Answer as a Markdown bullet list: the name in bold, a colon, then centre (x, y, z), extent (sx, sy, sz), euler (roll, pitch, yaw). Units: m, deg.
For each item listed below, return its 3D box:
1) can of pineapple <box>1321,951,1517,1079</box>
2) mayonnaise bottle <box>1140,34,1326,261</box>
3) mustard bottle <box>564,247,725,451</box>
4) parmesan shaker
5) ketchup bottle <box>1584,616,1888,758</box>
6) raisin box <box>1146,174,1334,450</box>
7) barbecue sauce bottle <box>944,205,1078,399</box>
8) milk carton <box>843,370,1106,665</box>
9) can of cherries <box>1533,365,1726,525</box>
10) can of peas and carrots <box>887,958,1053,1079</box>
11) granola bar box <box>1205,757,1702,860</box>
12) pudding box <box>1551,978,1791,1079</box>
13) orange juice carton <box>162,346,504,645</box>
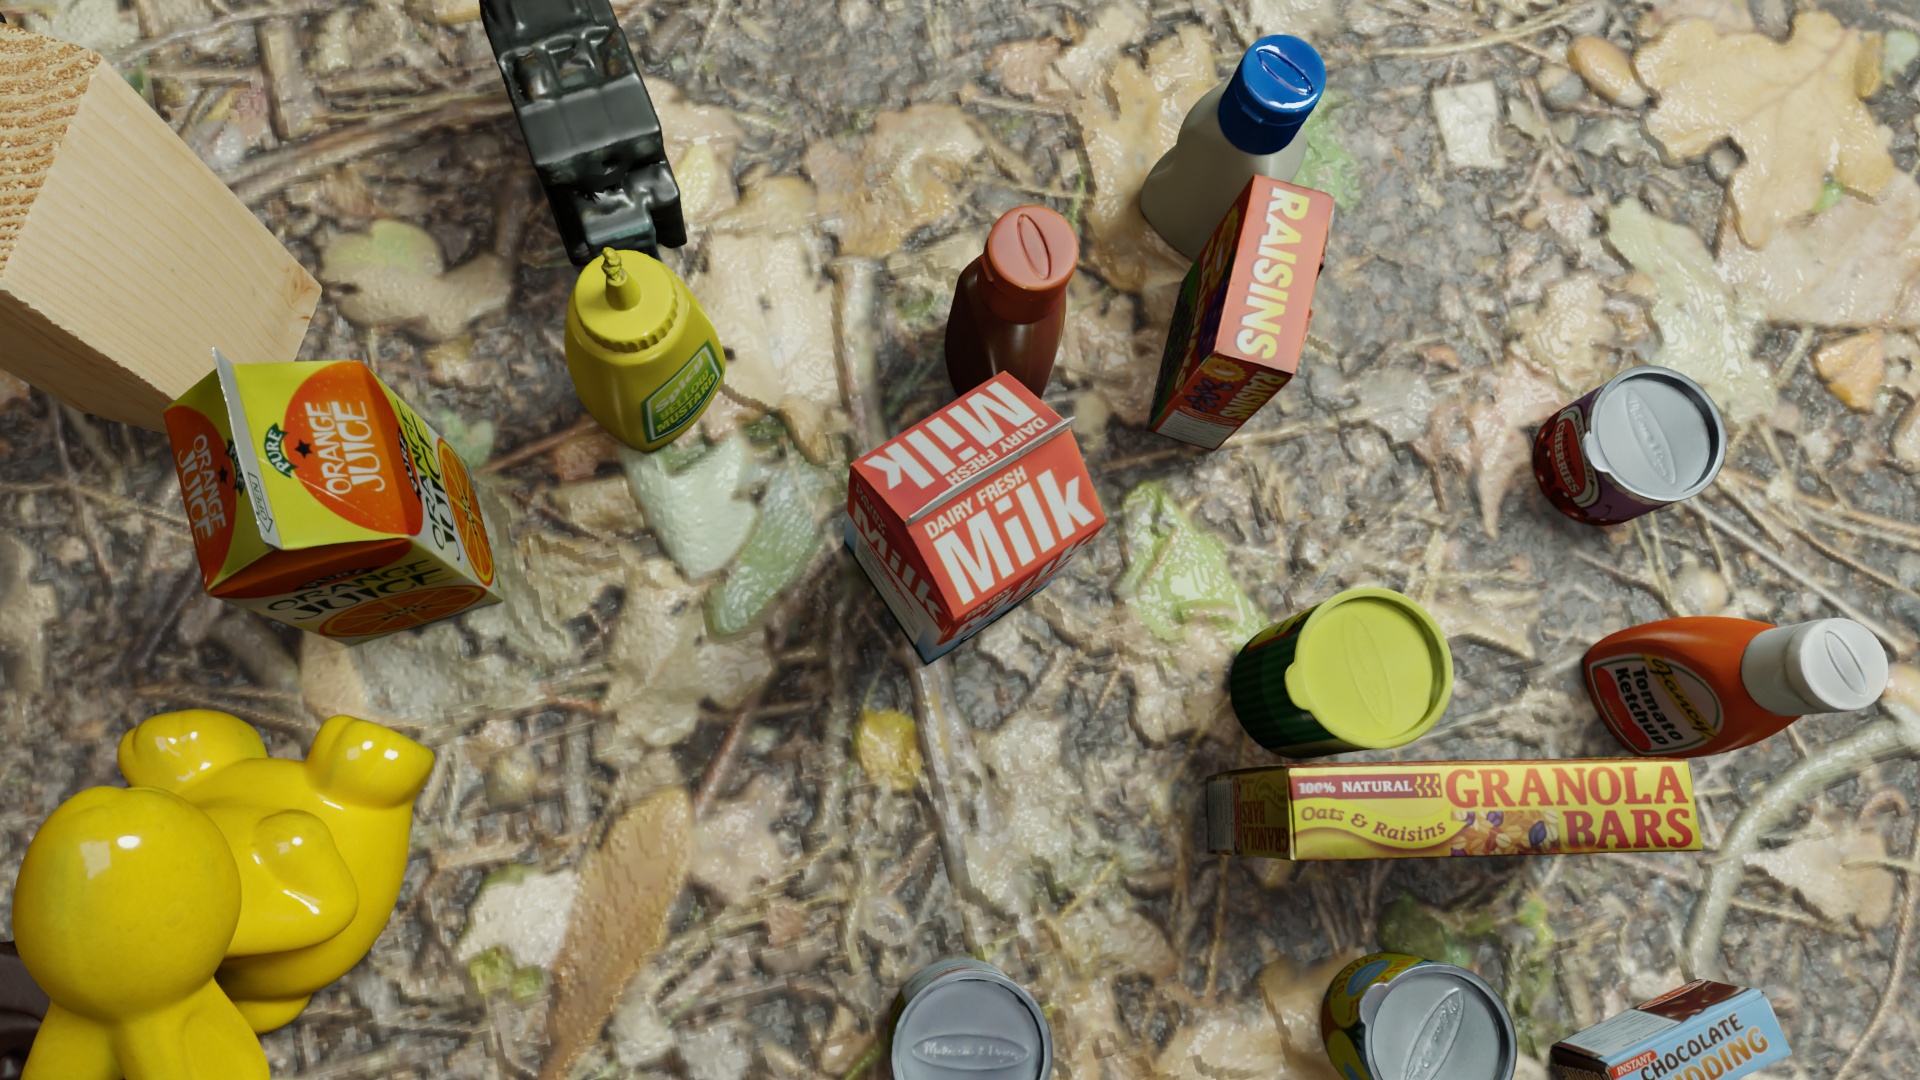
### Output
- **can of pineapple**: centre (0.197, 0.215, 0.607), extent (0.071, 0.057, 0.071), euler (1, 78, -5)
- **mayonnaise bottle**: centre (0.126, -0.176, 0.638), extent (0.065, 0.147, 0.041), euler (39, 78, 3)
- **mustard bottle**: centre (-0.136, -0.084, 0.587), extent (0.049, 0.160, 0.065), euler (42, 78, 4)
- **parmesan shaker**: centre (0.161, 0.062, 0.613), extent (0.071, 0.103, 0.071), euler (1, 78, -5)
- **ketchup bottle**: centre (0.335, 0.061, 0.606), extent (0.043, 0.148, 0.065), euler (-25, 82, -10)
- **raisin box**: centre (0.125, -0.099, 0.634), extent (0.040, 0.123, 0.086), euler (16, 77, -2)
- **barbecue sauce bottle**: centre (0.021, -0.100, 0.611), extent (0.044, 0.148, 0.065), euler (-17, 81, -8)
- **milk carton**: centre (0.002, -0.007, 0.568), extent (0.072, 0.190, 0.073), euler (-33, 83, -11)
- **can of cherries**: centre (0.320, -0.044, 0.673), extent (0.071, 0.058, 0.071), euler (1, 78, -5)
- **can of peas and carrots**: centre (0.002, 0.216, 0.588), extent (0.071, 0.058, 0.071), euler (1, 78, -5)
- **granola bar box**: centre (0.201, 0.115, 0.595), extent (0.166, 0.124, 0.039), euler (0, 79, -5)
- **pudding box**: centre (0.316, 0.227, 0.620), extent (0.084, 0.049, 0.030), euler (-20, 81, -9)
- **orange juice carton**: centre (-0.244, -0.013, 0.545), extent (0.073, 0.192, 0.072), euler (-17, 81, -8)
